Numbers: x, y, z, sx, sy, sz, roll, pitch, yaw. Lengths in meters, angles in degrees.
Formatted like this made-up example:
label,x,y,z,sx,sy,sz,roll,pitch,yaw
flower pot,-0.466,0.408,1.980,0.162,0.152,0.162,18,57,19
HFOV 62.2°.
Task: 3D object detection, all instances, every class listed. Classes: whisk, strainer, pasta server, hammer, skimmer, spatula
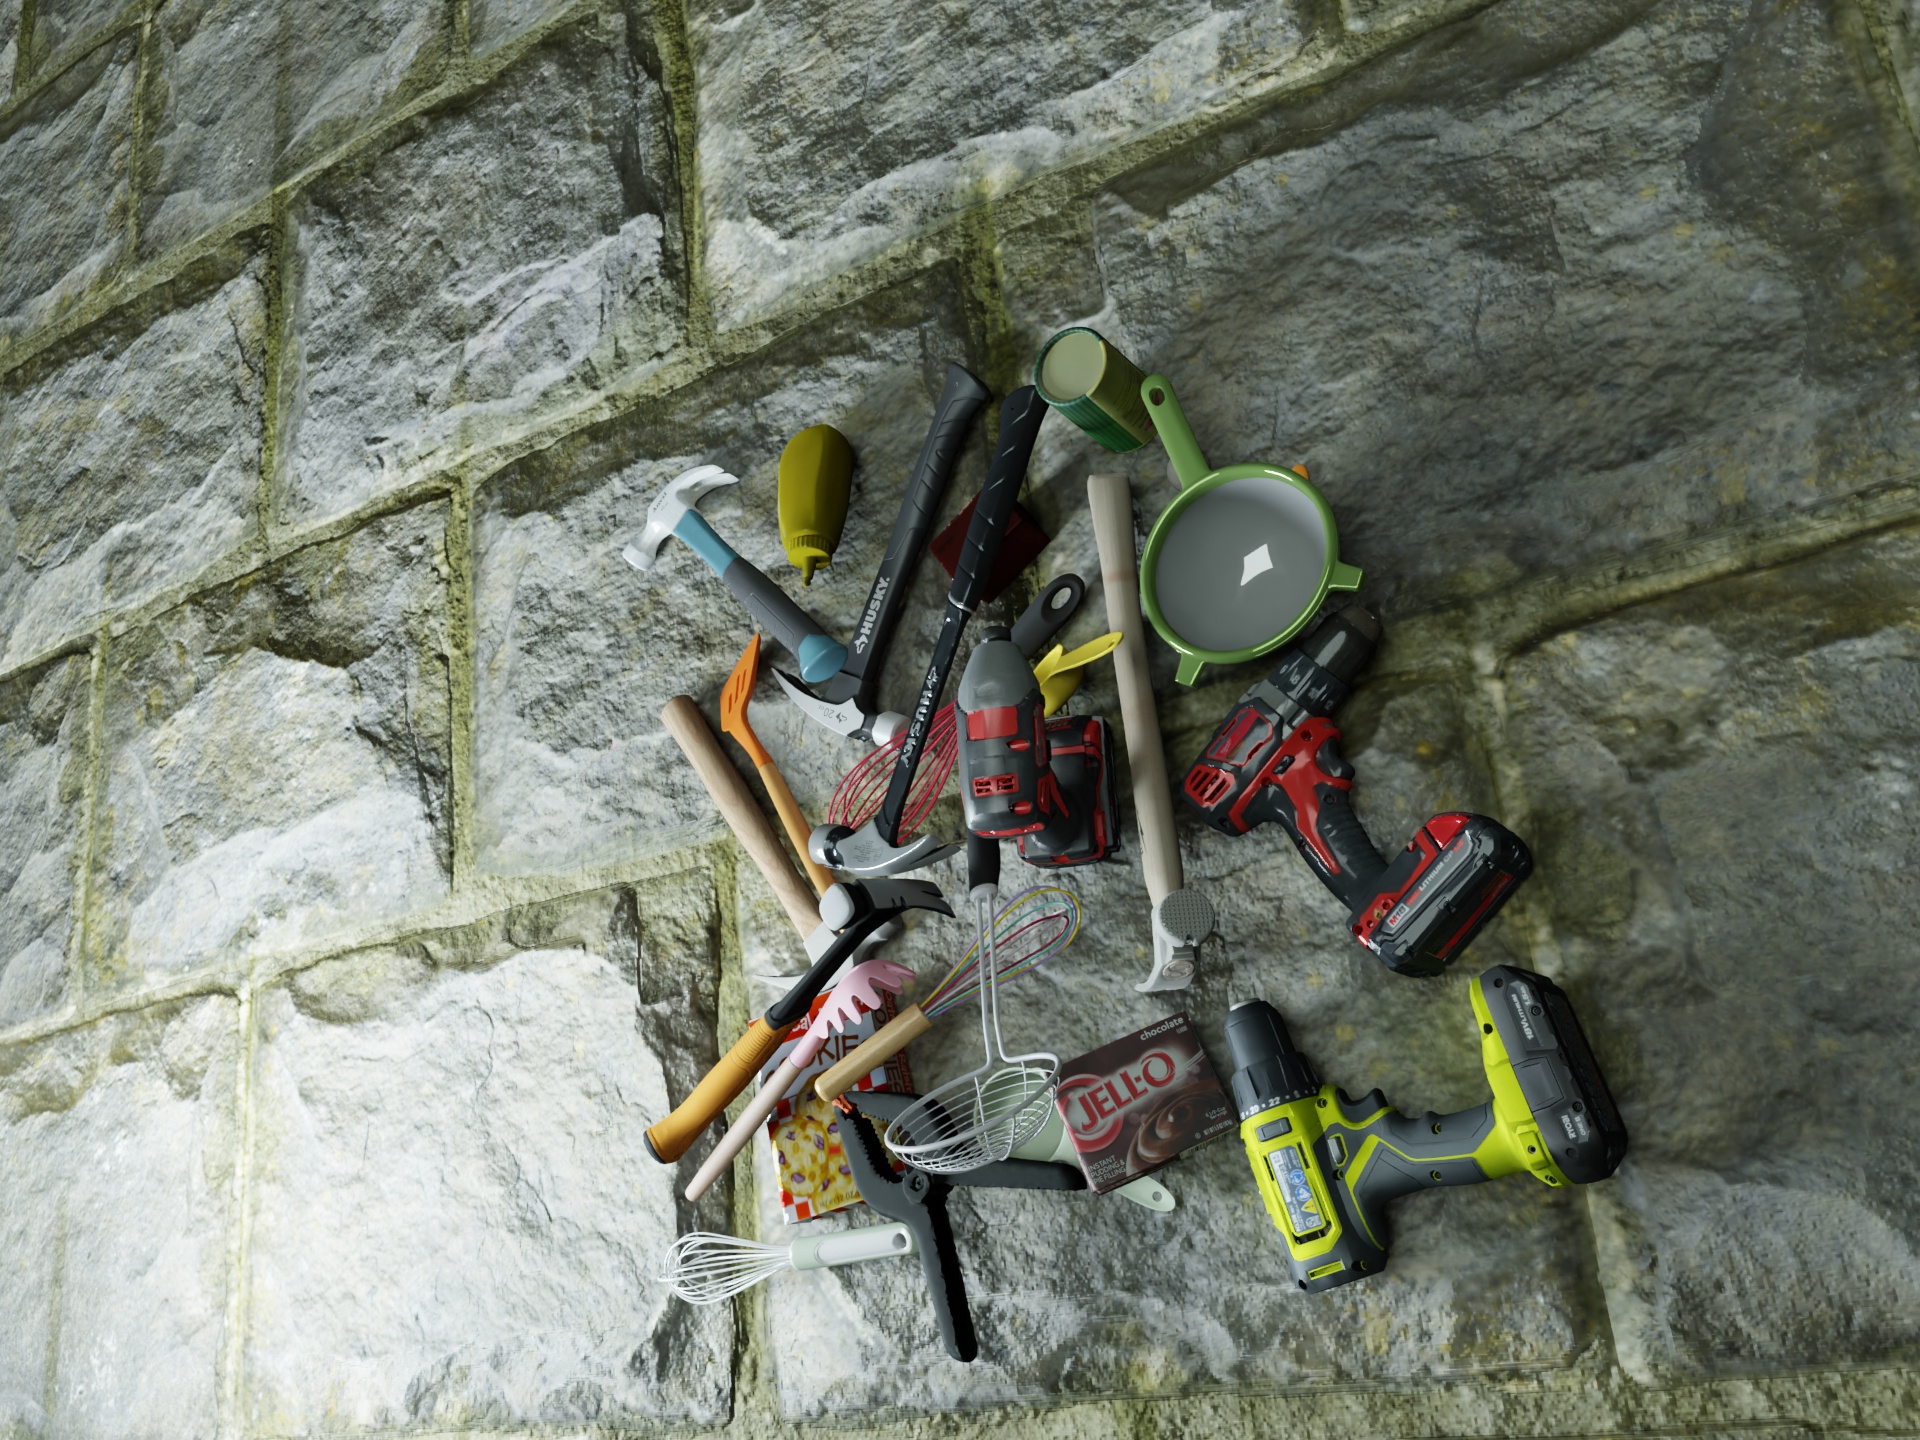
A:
label,x,y,z,sx,sy,sz,roll,pitch,yaw
whisk,-0.002,-0.004,1.283,0.296,0.073,0.073,-49,58,6
strainer,0.196,-0.149,1.178,0.151,0.069,0.257,-32,58,22
pasta server,-0.134,0.287,1.240,0.040,0.060,0.316,44,119,13
hammer,0.131,-0.005,1.186,0.038,0.146,0.411,-3,62,-4
whisk,-0.136,0.426,1.265,0.246,0.059,0.058,-17,82,23
skimmer,0.006,0.158,1.140,0.127,0.090,0.364,-23,43,20
hammer,-0.003,-0.074,1.225,0.149,0.036,0.409,3,70,52
hammer,-0.143,0.241,1.248,0.336,0.127,0.034,-49,59,25
whisk,-0.007,0.212,1.208,0.245,0.047,0.051,-38,45,1
hammer,-0.197,-0.127,1.427,0.128,0.033,0.331,-55,47,8
hammer,-0.179,0.101,1.385,0.130,0.031,0.332,-46,58,14
hammer,-0.053,-0.148,1.368,0.146,0.035,0.335,19,88,34
spatula,-0.146,0.057,1.341,0.081,0.041,0.323,-55,49,30

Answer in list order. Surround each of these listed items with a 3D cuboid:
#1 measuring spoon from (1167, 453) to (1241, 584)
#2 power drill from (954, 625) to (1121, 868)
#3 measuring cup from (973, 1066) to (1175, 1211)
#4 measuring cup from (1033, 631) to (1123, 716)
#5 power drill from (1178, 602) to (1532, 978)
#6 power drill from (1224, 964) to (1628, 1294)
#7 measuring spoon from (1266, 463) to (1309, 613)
label,x,y,z,sx,sy,sz,roll,pitch,yaw
measuring spoon,0.189,-0.159,1.226,0.034,0.018,0.124,-29,65,23
power drill,0.051,0.026,1.136,0.078,0.219,0.143,-9,73,16
measuring cup,0.088,0.311,1.160,0.168,0.038,0.083,23,92,28
measuring cup,0.092,-0.037,1.201,0.062,0.029,0.156,-57,14,-22
power drill,0.277,0.043,1.086,0.188,0.080,0.227,-52,54,10
power drill,0.285,0.244,1.026,0.228,0.080,0.191,-29,64,26
measuring spoon,0.244,-0.137,1.189,0.021,0.011,0.117,5,81,33
